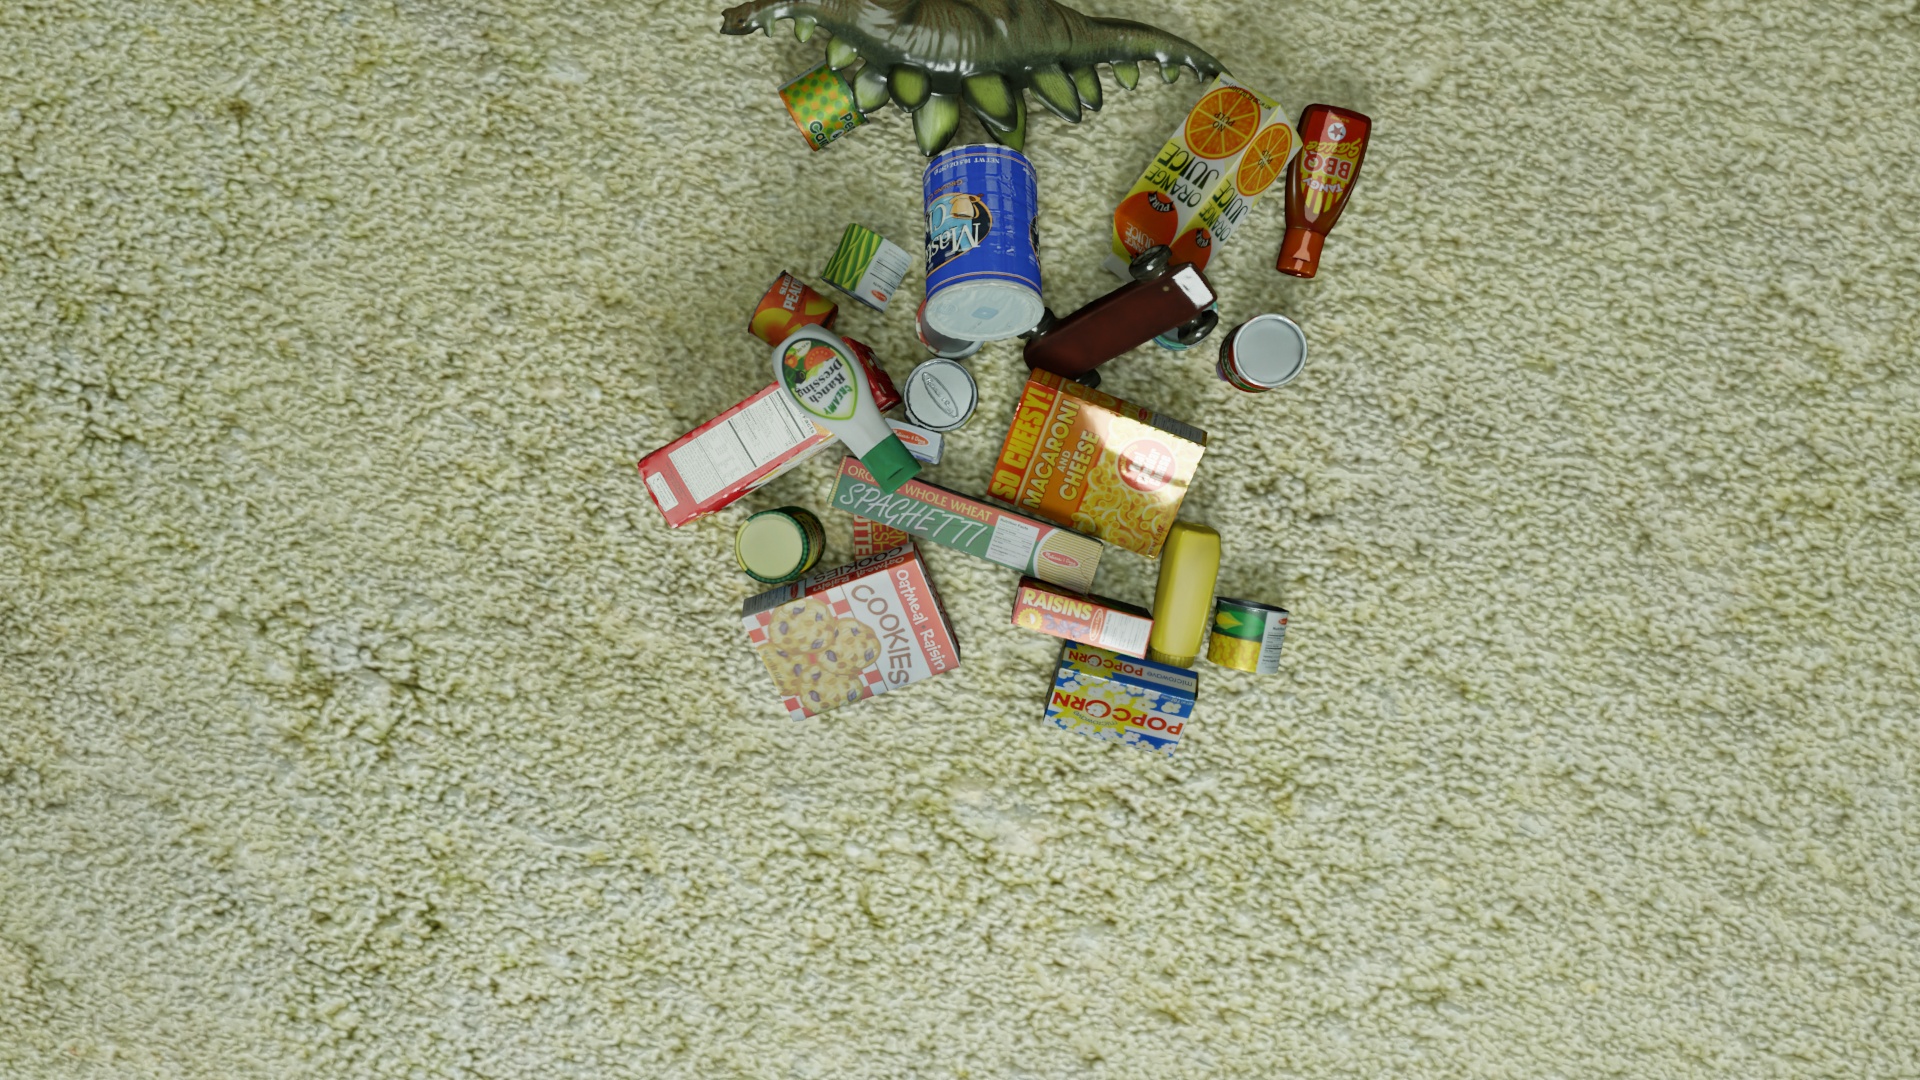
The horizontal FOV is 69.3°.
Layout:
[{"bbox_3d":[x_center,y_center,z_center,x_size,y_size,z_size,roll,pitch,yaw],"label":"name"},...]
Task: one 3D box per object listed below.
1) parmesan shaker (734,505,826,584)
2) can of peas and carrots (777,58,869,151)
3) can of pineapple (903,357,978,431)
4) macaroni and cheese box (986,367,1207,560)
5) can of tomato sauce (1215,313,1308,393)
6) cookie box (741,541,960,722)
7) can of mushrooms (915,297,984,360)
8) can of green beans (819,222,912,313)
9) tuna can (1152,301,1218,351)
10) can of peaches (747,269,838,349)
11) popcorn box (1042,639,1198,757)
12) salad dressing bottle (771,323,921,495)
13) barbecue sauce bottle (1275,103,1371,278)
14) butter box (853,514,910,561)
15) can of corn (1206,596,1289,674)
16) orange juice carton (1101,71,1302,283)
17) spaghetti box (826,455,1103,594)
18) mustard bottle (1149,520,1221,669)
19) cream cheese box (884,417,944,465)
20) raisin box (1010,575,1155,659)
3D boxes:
[{"bbox_3d":[-0.162,0.006,1.260,0.071,0.103,0.071,0,93,3],"label":"parmesan shaker"},{"bbox_3d":[-0.124,-0.393,1.257,0.059,0.071,0.071,-30,91,5],"label":"can of peas and carrots"},{"bbox_3d":[-0.019,-0.131,1.269,0.071,0.058,0.071,0,93,3],"label":"can of pineapple"},{"bbox_3d":[0.122,-0.069,1.254,0.166,0.040,0.123,21,118,2],"label":"macaroni and cheese box"},{"bbox_3d":[0.268,-0.166,1.241,0.071,0.083,0.071,0,93,3],"label":"can of tomato sauce"},{"bbox_3d":[-0.097,0.084,1.270,0.167,0.040,0.122,-19,118,5],"label":"cookie box"},{"bbox_3d":[-0.009,-0.202,1.278,0.071,0.033,0.071,0,94,3],"label":"can of mushrooms"},{"bbox_3d":[-0.085,-0.248,1.263,0.071,0.071,0.058,29,94,1],"label":"can of green beans"},{"bbox_3d":[0.199,-0.208,1.267,0.071,0.033,0.071,0,93,2],"label":"tuna can"},{"bbox_3d":[-0.151,-0.203,1.267,0.058,0.071,0.071,33,94,0],"label":"can of peaches"},{"bbox_3d":[0.145,0.144,1.264,0.127,0.038,0.084,14,135,2],"label":"popcorn box"},{"bbox_3d":[-0.090,-0.104,1.116,0.064,0.044,0.147,-39,92,6],"label":"salad dressing bottle"},{"bbox_3d":[0.321,-0.313,1.251,0.065,0.044,0.148,15,94,1],"label":"barbecue sauce bottle"},{"bbox_3d":[-0.072,0.008,1.296,0.053,0.024,0.103,-3,93,2],"label":"butter box"},{"bbox_3d":[0.259,0.086,1.264,0.071,0.071,0.058,10,94,2],"label":"can of corn"},{"bbox_3d":[0.207,-0.305,1.227,0.072,0.073,0.192,43,99,32],"label":"orange juice carton"},{"bbox_3d":[0.004,-0.016,1.259,0.250,0.029,0.050,19,96,3],"label":"spaghetti box"},{"bbox_3d":[0.201,0.064,1.268,0.049,0.065,0.159,8,103,-3],"label":"mustard bottle"},{"bbox_3d":[-0.043,-0.088,1.250,0.053,0.104,0.024,18,90,1],"label":"cream cheese box"},{"bbox_3d":[0.109,0.068,1.259,0.123,0.086,0.040,15,96,2],"label":"raisin box"}]
